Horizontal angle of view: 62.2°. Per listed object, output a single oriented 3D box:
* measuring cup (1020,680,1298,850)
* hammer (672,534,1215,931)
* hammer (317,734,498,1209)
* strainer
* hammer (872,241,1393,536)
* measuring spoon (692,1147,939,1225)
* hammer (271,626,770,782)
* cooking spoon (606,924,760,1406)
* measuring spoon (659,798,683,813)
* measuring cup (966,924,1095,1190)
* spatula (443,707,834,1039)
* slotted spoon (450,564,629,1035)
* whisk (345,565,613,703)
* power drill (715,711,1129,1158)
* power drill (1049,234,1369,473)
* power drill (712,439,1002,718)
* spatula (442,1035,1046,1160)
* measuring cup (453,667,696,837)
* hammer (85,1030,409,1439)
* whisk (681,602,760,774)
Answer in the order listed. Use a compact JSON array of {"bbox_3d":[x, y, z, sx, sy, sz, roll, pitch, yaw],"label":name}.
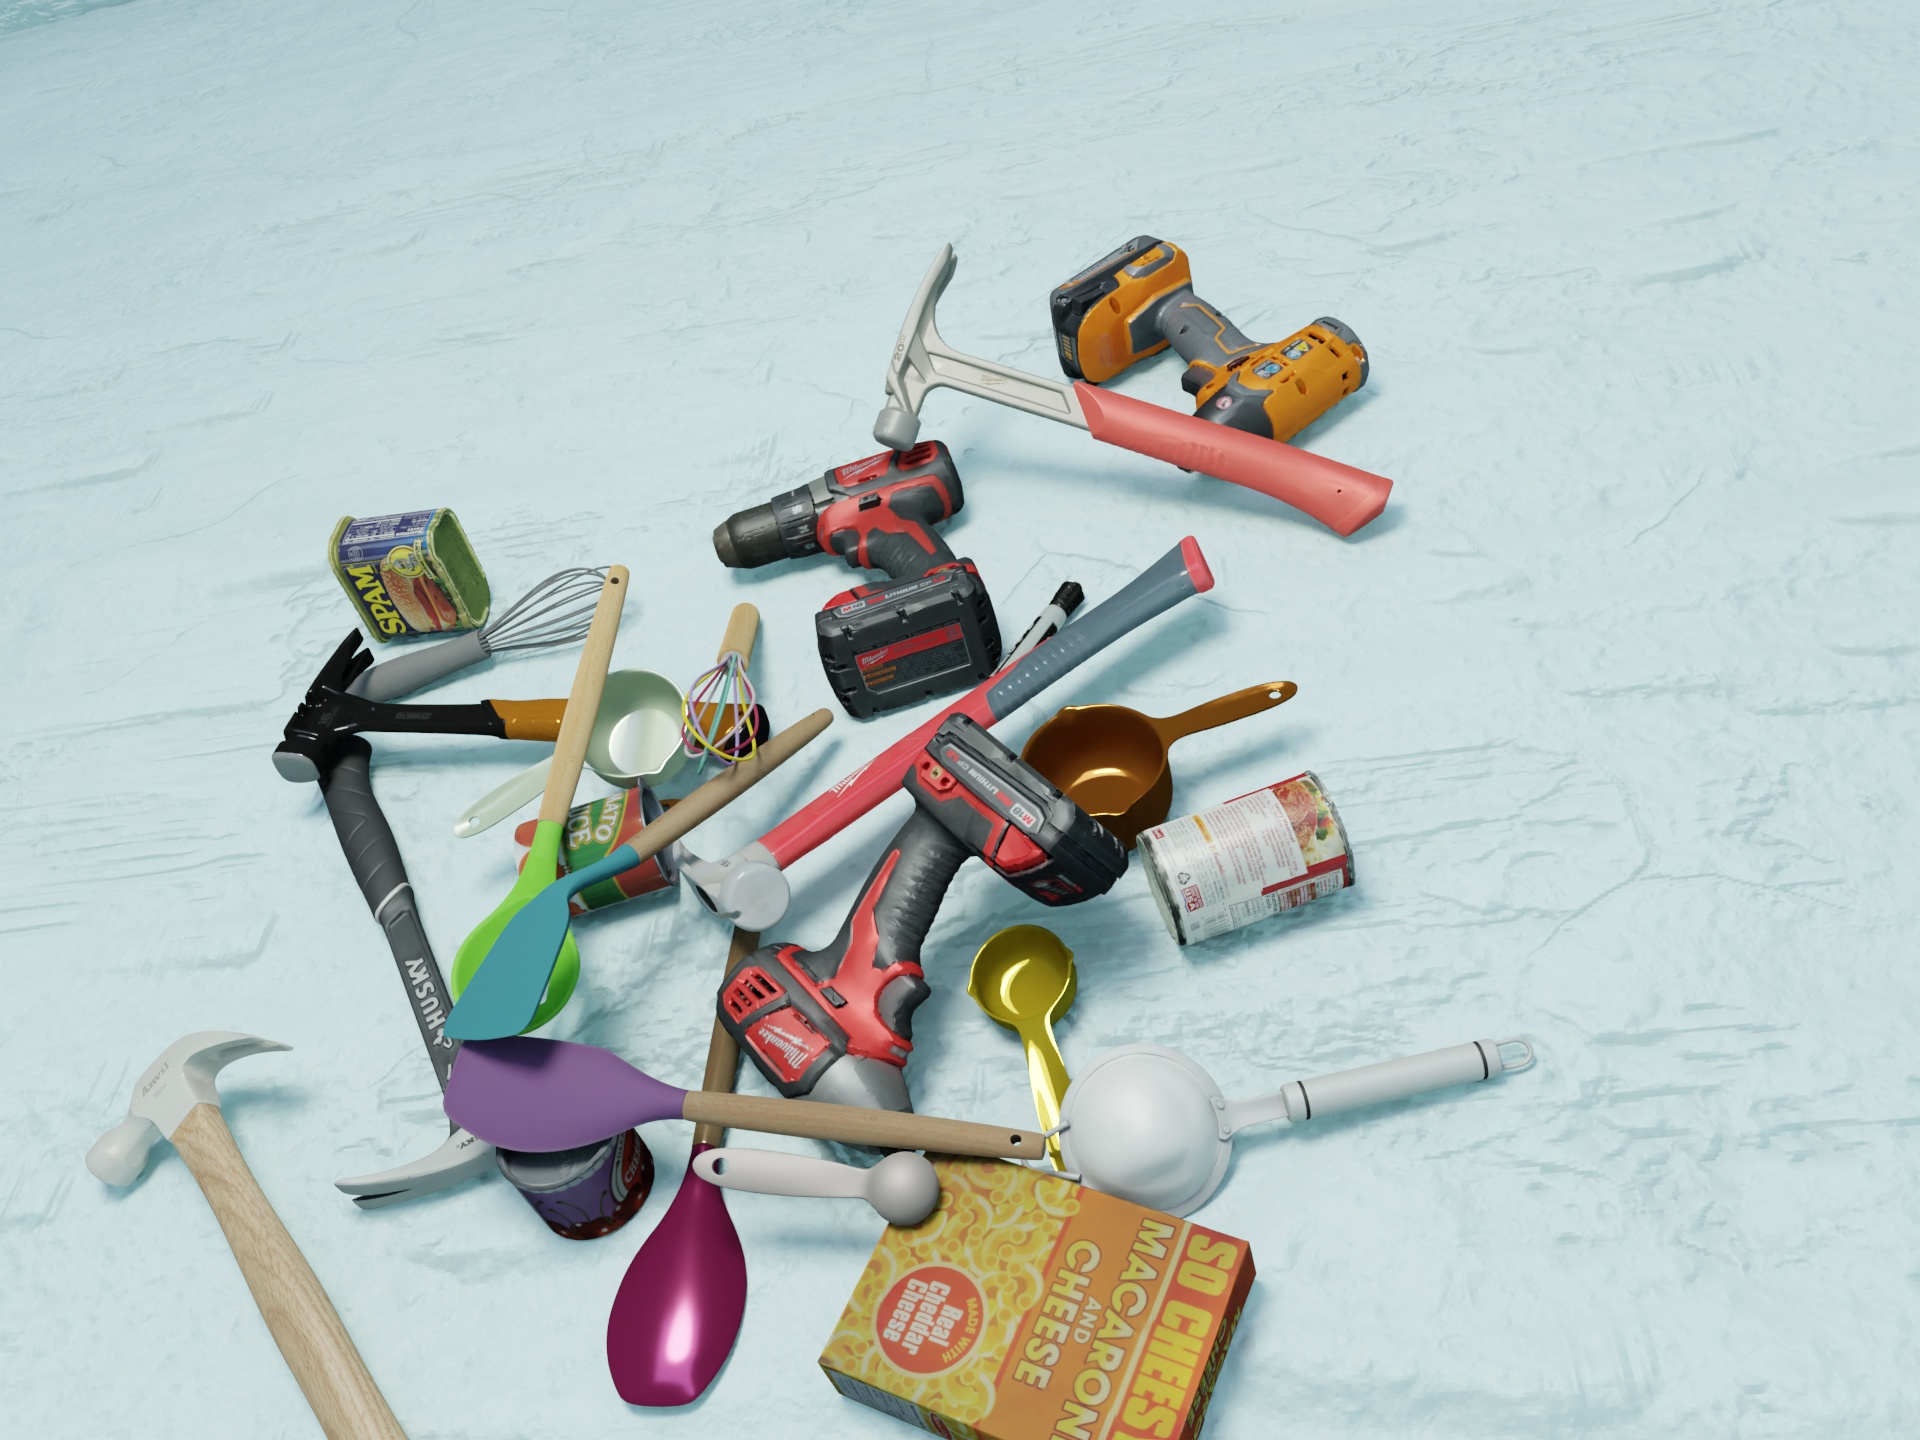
[{"bbox_3d":[0.122,0.024,0.946,0.173,0.052,0.095,-20,44,-5],"label":"measuring cup"},{"bbox_3d":[-0.002,-0.003,0.985,0.386,0.038,0.143,-34,18,-18],"label":"hammer"},{"bbox_3d":[-0.357,0.132,1.005,0.149,0.036,0.409,-31,45,-12],"label":"hammer"},{"bbox_3d":[0.156,0.187,0.778,0.258,0.050,0.087,-12,75,-2],"label":"strainer"},{"bbox_3d":[0.124,-0.214,1.105,0.359,0.036,0.149,19,88,12],"label":"hammer"},{"bbox_3d":[-0.072,0.220,0.767,0.124,0.018,0.034,3,72,11],"label":"measuring spoon"},{"bbox_3d":[-0.293,-0.005,1.092,0.337,0.034,0.127,2,46,11],"label":"hammer"},{"bbox_3d":[-0.135,0.211,0.867,0.069,0.017,0.319,-3,46,8],"label":"cooking spoon"},{"bbox_3d":[-0.237,0.067,1.044,0.117,0.011,0.021,-13,45,5],"label":"measuring spoon"},{"bbox_3d":[0.047,0.182,0.840,0.062,0.029,0.157,-21,56,8],"label":"measuring cup"},{"bbox_3d":[-0.171,0.075,0.928,0.082,0.044,0.317,-12,19,42],"label":"spatula"},{"bbox_3d":[-0.238,0.040,0.956,0.070,0.031,0.314,10,63,-4],"label":"slotted spoon"},{"bbox_3d":[-0.356,-0.059,1.182,0.239,0.055,0.055,-21,44,3],"label":"whisk"},{"bbox_3d":[-0.020,0.119,0.843,0.219,0.078,0.143,-50,53,0],"label":"power drill"},{"bbox_3d":[0.169,-0.270,1.198,0.164,0.084,0.227,-36,51,-17],"label":"power drill"},{"bbox_3d":[-0.075,-0.105,1.117,0.188,0.080,0.227,-18,41,0],"label":"power drill"},{"bbox_3d":[-0.114,0.199,0.800,0.316,0.018,0.060,3,60,12],"label":"spatula"},{"bbox_3d":[-0.245,0.032,1.019,0.167,0.038,0.083,-33,67,-5],"label":"measuring cup"},{"bbox_3d":[-0.361,0.285,0.839,0.332,0.031,0.130,38,91,36],"label":"hammer"},{"bbox_3d":[-0.149,-0.027,1.044,0.047,0.051,0.245,7,22,-5],"label":"whisk"}]
